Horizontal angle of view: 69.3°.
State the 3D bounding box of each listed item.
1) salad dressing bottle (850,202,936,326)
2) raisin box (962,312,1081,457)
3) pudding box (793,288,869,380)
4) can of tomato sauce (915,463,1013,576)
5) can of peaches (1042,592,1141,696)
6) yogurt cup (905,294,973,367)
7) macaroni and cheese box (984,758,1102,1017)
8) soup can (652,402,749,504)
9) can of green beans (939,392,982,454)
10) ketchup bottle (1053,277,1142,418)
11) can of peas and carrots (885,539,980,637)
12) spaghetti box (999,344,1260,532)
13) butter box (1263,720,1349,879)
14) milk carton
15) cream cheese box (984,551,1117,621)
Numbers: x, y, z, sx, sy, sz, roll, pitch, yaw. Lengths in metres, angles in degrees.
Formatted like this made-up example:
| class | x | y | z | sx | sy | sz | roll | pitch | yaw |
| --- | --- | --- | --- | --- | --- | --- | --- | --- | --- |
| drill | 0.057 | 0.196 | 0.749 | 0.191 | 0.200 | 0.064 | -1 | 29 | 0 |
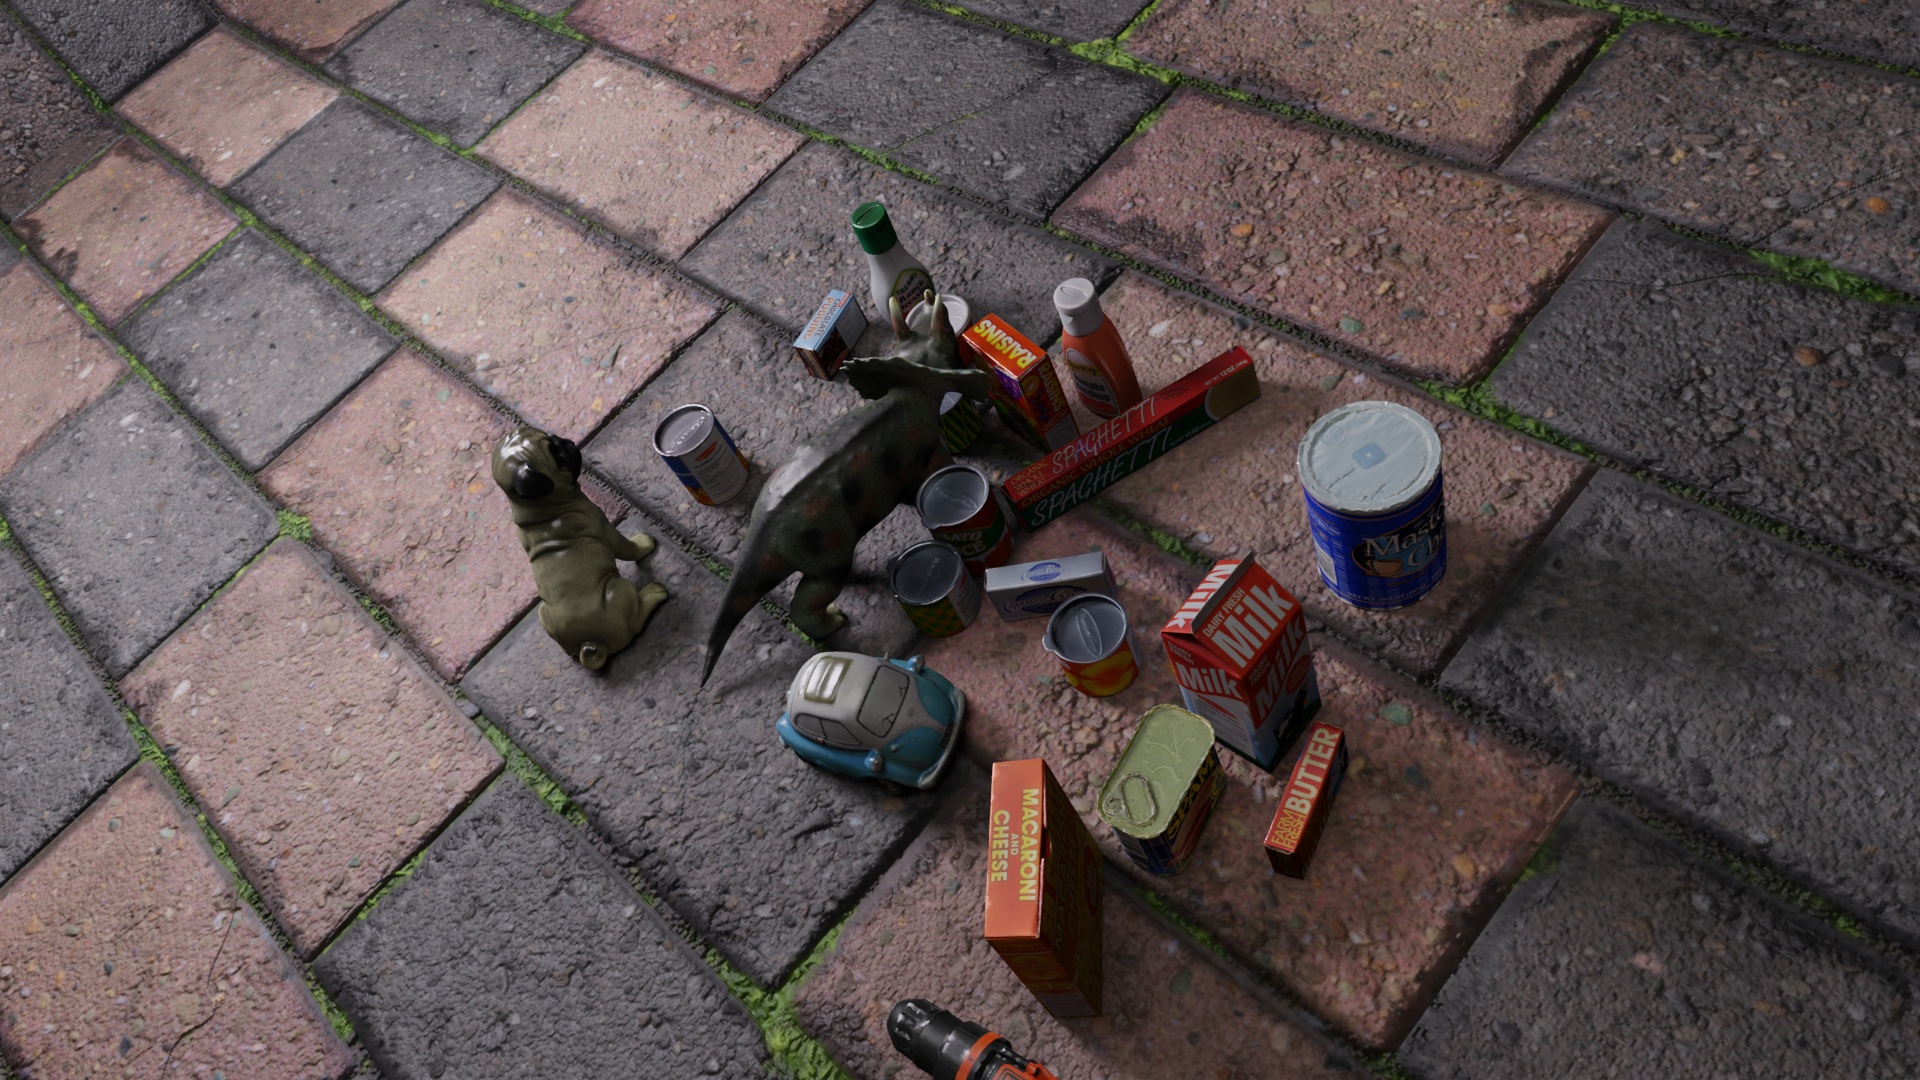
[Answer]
| class | x | y | z | sx | sy | sz | roll | pitch | yaw |
| --- | --- | --- | --- | --- | --- | --- | --- | --- | --- |
| salad dressing bottle | -0.068 | -0.273 | 1.395 | 0.064 | 0.147 | 0.044 | -43 | 52 | -11 |
| raisin box | 0.056 | -0.138 | 1.263 | 0.040 | 0.123 | 0.086 | -39 | 51 | -9 |
| pudding box | -0.133 | -0.214 | 1.440 | 0.030 | 0.049 | 0.084 | 15 | 62 | 30 |
| can of tomato sauce | 0.004 | -0.015 | 1.220 | 0.071 | 0.082 | 0.071 | -11 | 53 | 14 |
| can of peaches | 0.107 | 0.085 | 1.122 | 0.071 | 0.057 | 0.071 | -10 | 53 | 14 |
| yogurt cup | -0.016 | -0.204 | 1.384 | 0.072 | 0.053 | 0.073 | -10 | 53 | 14 |
| macaroni and cheese box | 0.061 | 0.241 | 0.956 | 0.040 | 0.165 | 0.124 | -8 | 53 | 16 |
| soup can | -0.257 | -0.086 | 1.372 | 0.071 | 0.083 | 0.072 | -11 | 53 | 14 |
| can of green beans | -0.018 | -0.123 | 1.324 | 0.071 | 0.057 | 0.071 | -10 | 53 | 14 |
| ketchup bottle | 0.120 | -0.172 | 1.248 | 0.065 | 0.148 | 0.044 | 28 | 70 | 35 |
| can of peas and carrots | -0.024 | 0.042 | 1.204 | 0.071 | 0.058 | 0.071 | -10 | 53 | 14 |
| spaghetti box | 0.153 | -0.090 | 1.238 | 0.250 | 0.050 | 0.029 | -31 | 50 | -2 |
| butter box | 0.250 | 0.186 | 0.996 | 0.024 | 0.053 | 0.104 | 15 | 62 | 30 |
| milk carton | 0.202 | 0.084 | 1.001 | 0.073 | 0.189 | 0.072 | 30 | 71 | 35 |
| cream cheese box | 0.077 | 0.040 | 1.170 | 0.104 | 0.053 | 0.024 | -9 | 53 | 15 |
